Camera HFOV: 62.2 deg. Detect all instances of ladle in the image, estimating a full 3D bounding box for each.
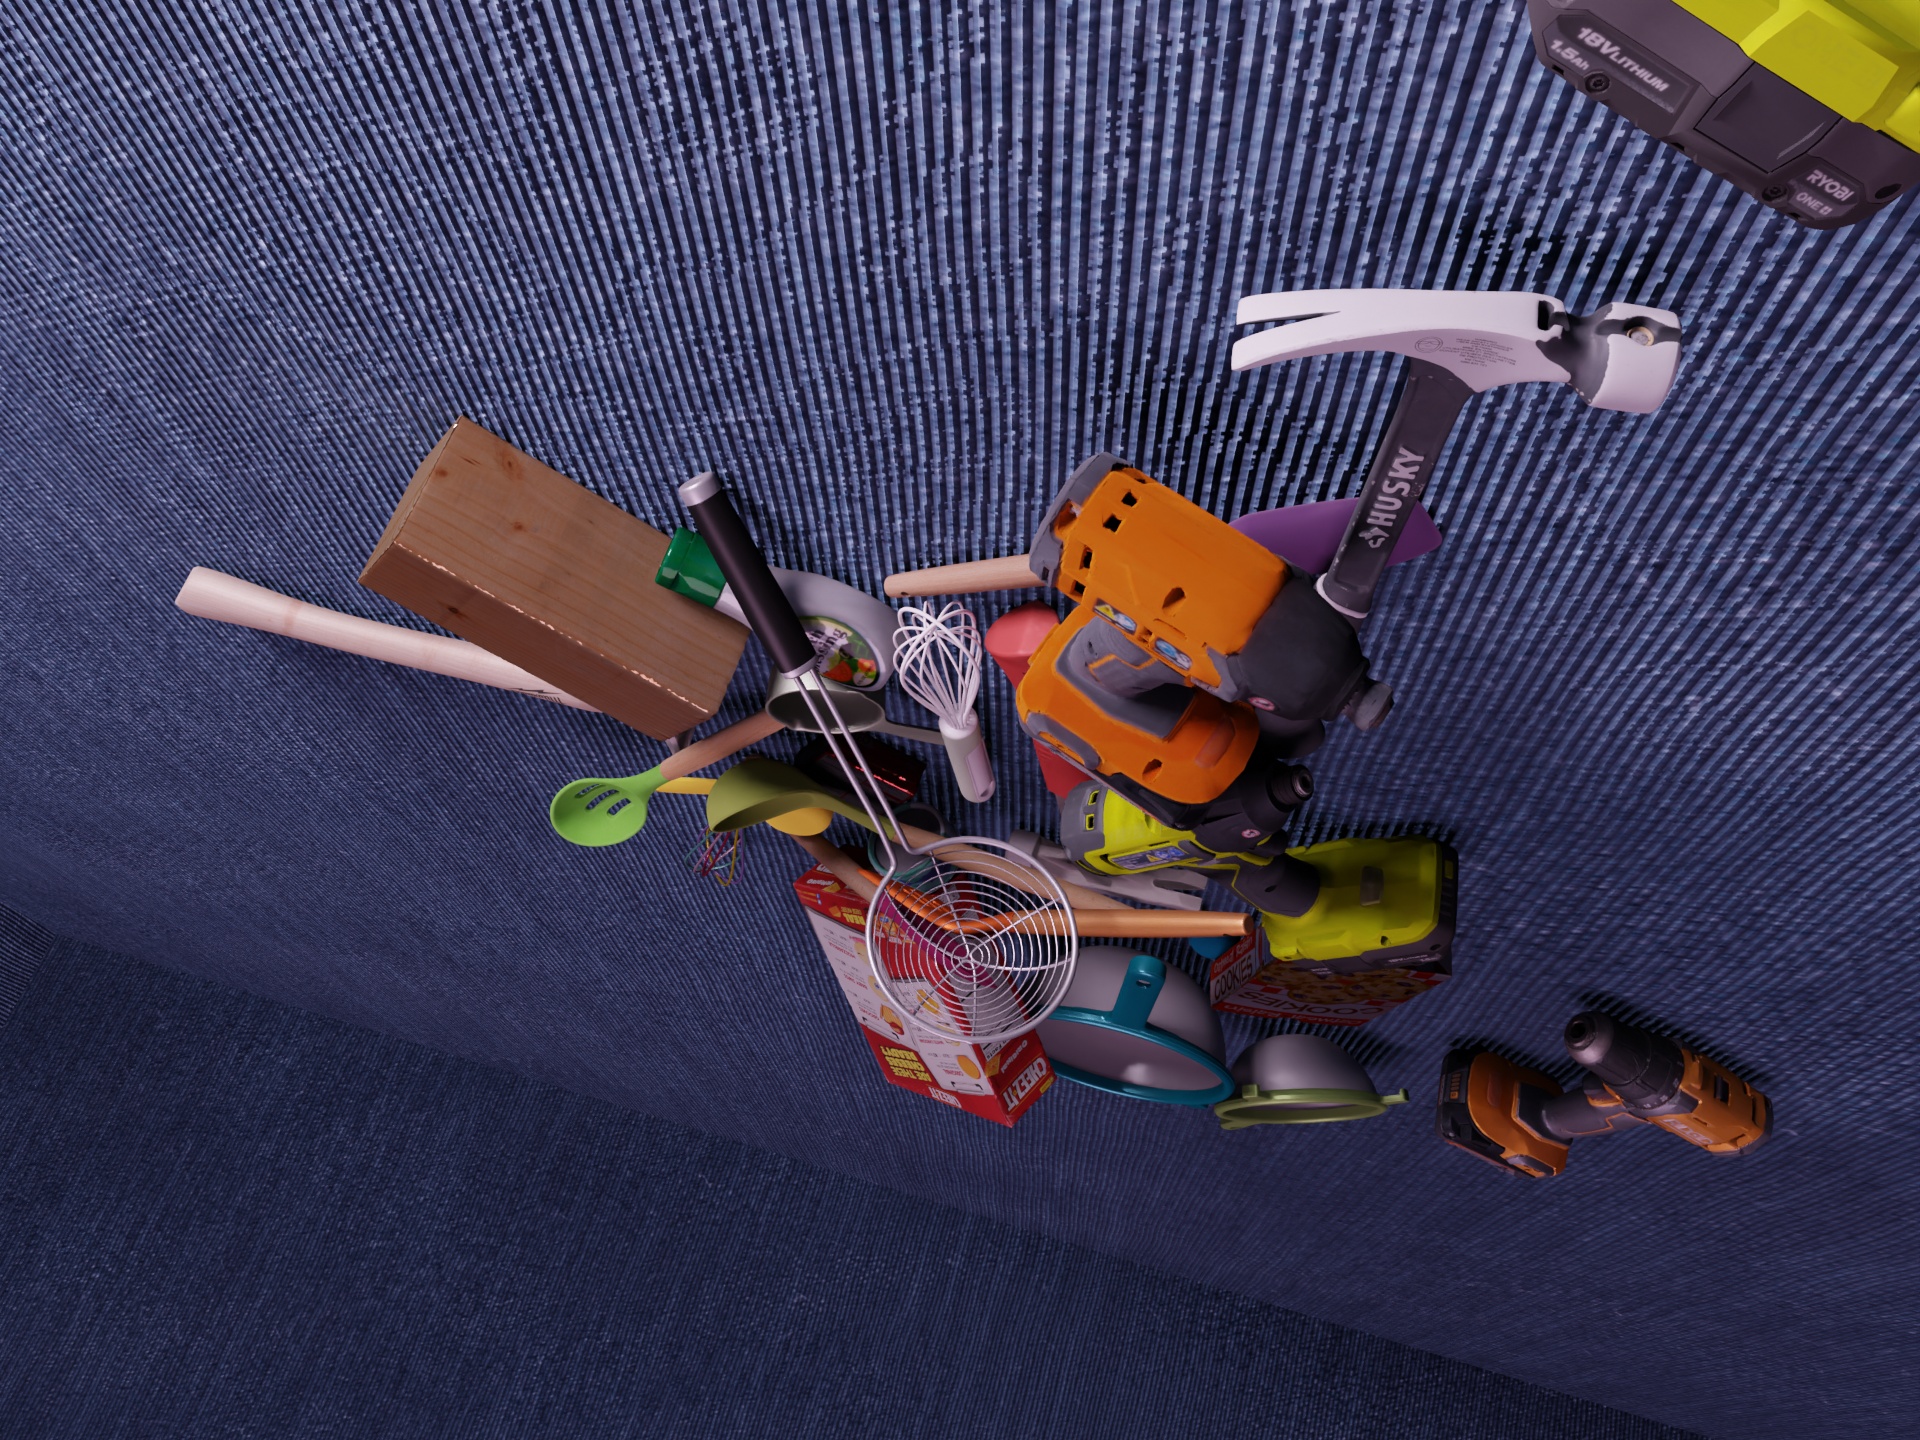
[{"bbox_3d":[-0.026,0.100,1.140,0.320,0.062,0.078,20,160,-8],"label":"ladle"}]

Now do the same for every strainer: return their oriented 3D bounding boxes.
[{"bbox_3d":[0.140,0.222,1.308,0.211,0.095,0.340,15,154,6],"label":"strainer"},{"bbox_3d":[0.289,0.332,1.459,0.151,0.069,0.256,4,160,-11],"label":"strainer"}]

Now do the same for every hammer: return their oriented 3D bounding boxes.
[{"bbox_3d":[-0.398,-0.047,1.195,0.411,0.038,0.146,13,156,12],"label":"hammer"},{"bbox_3d":[0.175,-0.065,0.729,0.149,0.036,0.408,9,158,4],"label":"hammer"},{"bbox_3d":[0.079,0.034,1.031,0.149,0.037,0.358,11,155,16],"label":"hammer"}]

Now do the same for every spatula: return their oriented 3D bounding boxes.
[{"bbox_3d":[0.087,-0.081,0.809,0.316,0.018,0.059,-3,151,36],"label":"spatula"},{"bbox_3d":[0.058,0.124,1.049,0.323,0.041,0.081,-6,155,45],"label":"spatula"}]

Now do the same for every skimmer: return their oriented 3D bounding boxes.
[{"bbox_3d":[-0.050,0.022,0.904,0.090,0.127,0.363,15,137,60],"label":"skimmer"}]

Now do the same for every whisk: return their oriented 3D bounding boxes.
[{"bbox_3d":[-0.002,-0.003,0.980,0.059,0.058,0.246,34,164,21],"label":"whisk"},{"bbox_3d":[-0.190,0.081,1.313,0.051,0.047,0.245,11,153,-12],"label":"whisk"}]

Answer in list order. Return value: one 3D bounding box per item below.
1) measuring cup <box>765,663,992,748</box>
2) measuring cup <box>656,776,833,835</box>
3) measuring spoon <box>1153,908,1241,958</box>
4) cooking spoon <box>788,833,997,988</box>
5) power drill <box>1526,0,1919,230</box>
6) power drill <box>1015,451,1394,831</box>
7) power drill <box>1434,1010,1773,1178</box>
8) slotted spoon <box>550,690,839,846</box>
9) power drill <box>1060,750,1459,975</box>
[{"bbox_3d":[-0.048,-0.013,1.036,0.167,0.038,0.083,14,156,-33],"label":"measuring cup"},{"bbox_3d":[-0.172,0.063,1.209,0.156,0.029,0.062,3,149,6],"label":"measuring cup"},{"bbox_3d":[0.176,0.164,1.215,0.042,0.021,0.128,1,164,33],"label":"measuring spoon"},{"bbox_3d":[-0.069,0.122,1.170,0.068,0.017,0.319,34,179,-37],"label":"cooking spoon"},{"bbox_3d":[0.231,-0.228,0.340,0.190,0.080,0.228,24,152,-13],"label":"power drill"},{"bbox_3d":[0.107,-0.022,0.748,0.164,0.084,0.226,34,164,9],"label":"power drill"},{"bbox_3d":[0.474,0.288,1.235,0.185,0.084,0.226,30,149,-22],"label":"power drill"},{"bbox_3d":[-0.194,0.029,1.153,0.314,0.031,0.070,-25,130,38],"label":"slotted spoon"},{"bbox_3d":[0.195,0.083,0.967,0.223,0.080,0.171,26,152,-33],"label":"power drill"}]
